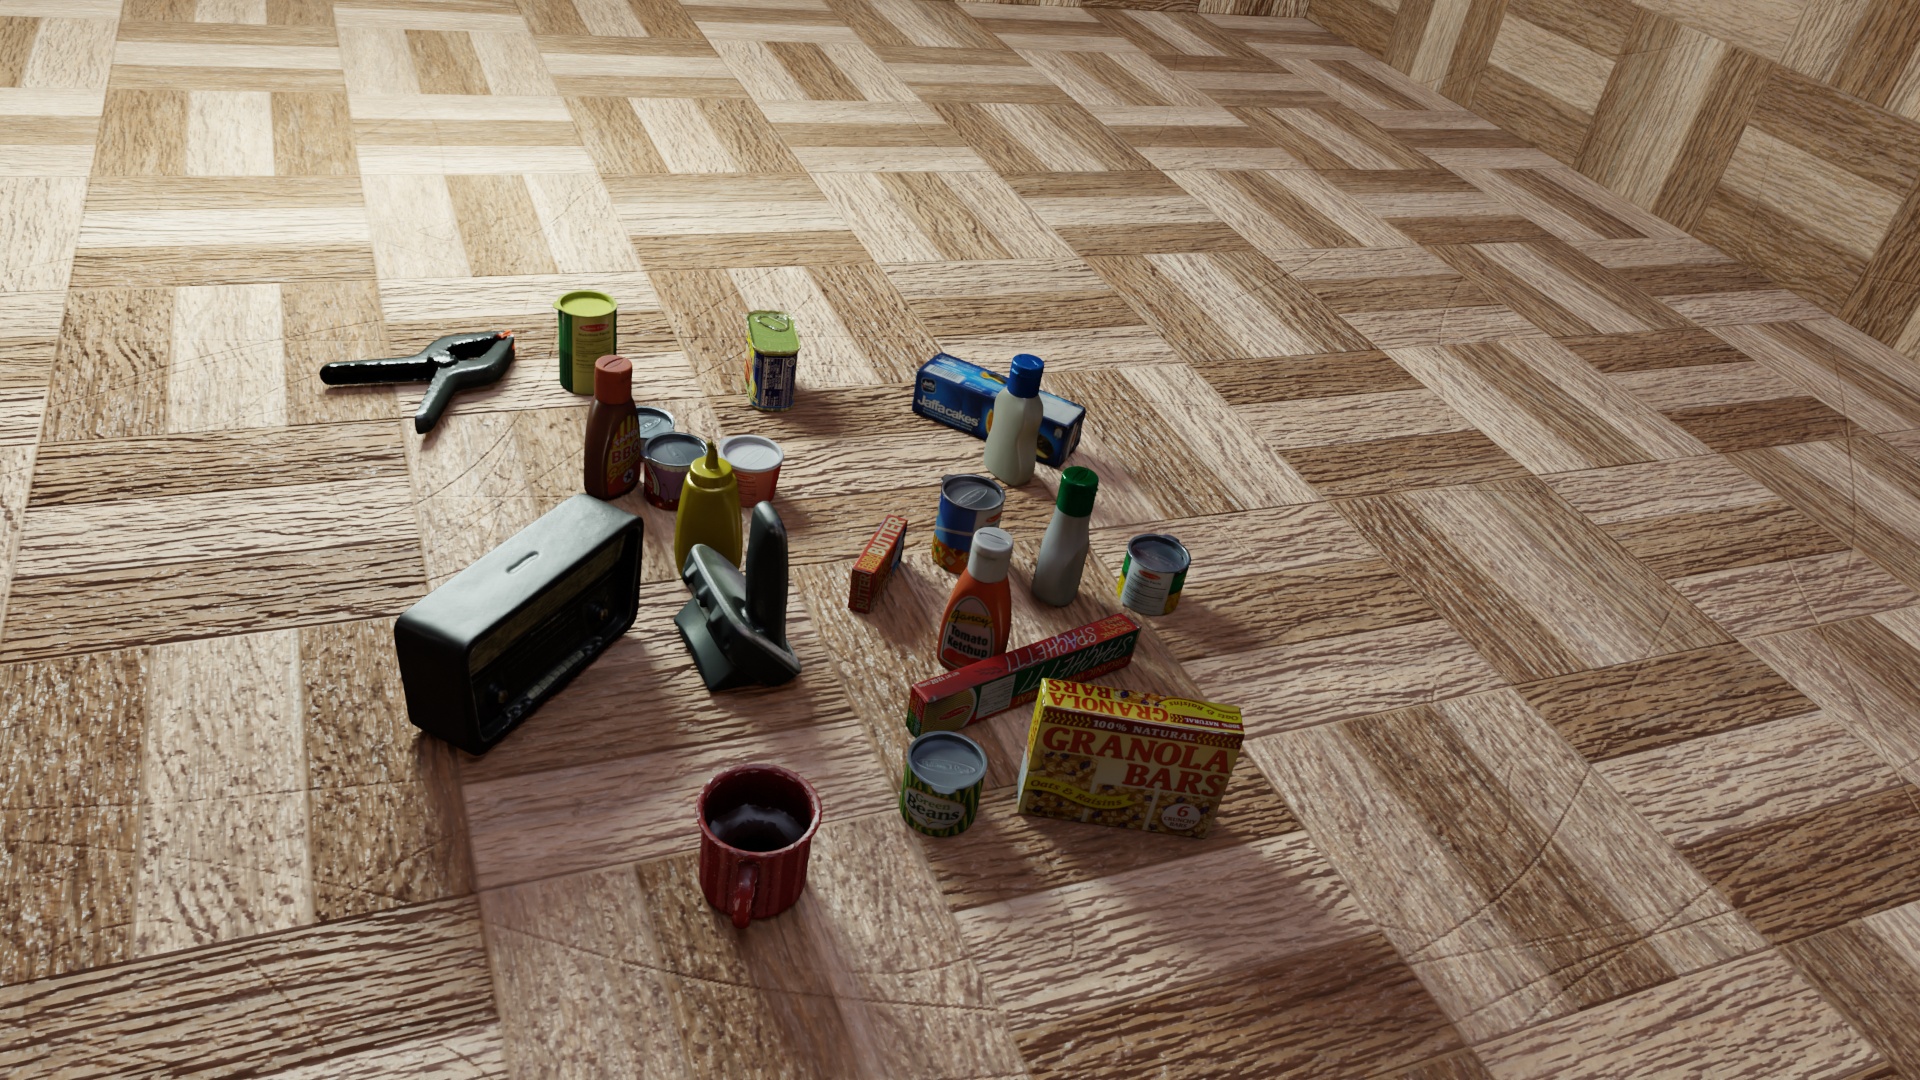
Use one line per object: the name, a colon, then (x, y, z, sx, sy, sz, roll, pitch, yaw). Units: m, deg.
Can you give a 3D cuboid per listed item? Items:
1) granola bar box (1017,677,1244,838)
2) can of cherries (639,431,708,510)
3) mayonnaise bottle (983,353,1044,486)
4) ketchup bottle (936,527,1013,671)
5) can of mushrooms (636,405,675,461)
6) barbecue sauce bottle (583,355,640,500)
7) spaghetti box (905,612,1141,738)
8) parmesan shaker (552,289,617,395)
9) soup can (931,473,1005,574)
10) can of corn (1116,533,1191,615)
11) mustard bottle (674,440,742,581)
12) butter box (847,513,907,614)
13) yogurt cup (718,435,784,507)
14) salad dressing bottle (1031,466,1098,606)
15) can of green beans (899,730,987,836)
granola bar box: (0.138, 0.182, 1.149, 0.166, 0.123, 0.039, 8, 35, -3)
can of cherries: (-0.299, -0.072, 1.448, 0.071, 0.058, 0.072, 7, 35, -5)
mayonnaise bottle: (0.064, -0.137, 1.556, 0.041, 0.147, 0.065, -20, 45, -36)
ketchup bottle: (0.019, 0.057, 1.272, 0.065, 0.148, 0.044, 20, 36, 13)
can of mushrooms: (-0.344, -0.116, 1.519, 0.071, 0.033, 0.071, 7, 35, -5)
barbecue sauce bottle: (-0.355, -0.117, 1.418, 0.044, 0.147, 0.065, 24, 37, 19)
spaghetti box: (0.061, 0.123, 1.276, 0.251, 0.049, 0.029, -16, 43, -33)
parmesan shaker: (-0.430, -0.226, 1.591, 0.071, 0.102, 0.072, 7, 35, -5)
soup can: (0.005, -0.018, 1.430, 0.071, 0.083, 0.072, 7, 35, -5)
can of corn: (0.199, 0.034, 1.430, 0.071, 0.058, 0.071, 7, 35, -5)
mustard bottle: (-0.237, -0.029, 1.316, 0.065, 0.159, 0.049, 1, 36, -14)
butter box: (-0.081, 0.023, 1.377, 0.024, 0.052, 0.104, 17, 35, 9)
yogurt cup: (-0.223, -0.072, 1.471, 0.072, 0.053, 0.073, 7, 35, -5)
salad dressing bottle: (0.106, -0.004, 1.382, 0.044, 0.146, 0.064, 27, 38, 22)
can of green beans: (-0.015, 0.200, 1.141, 0.071, 0.057, 0.071, 7, 35, -5)
